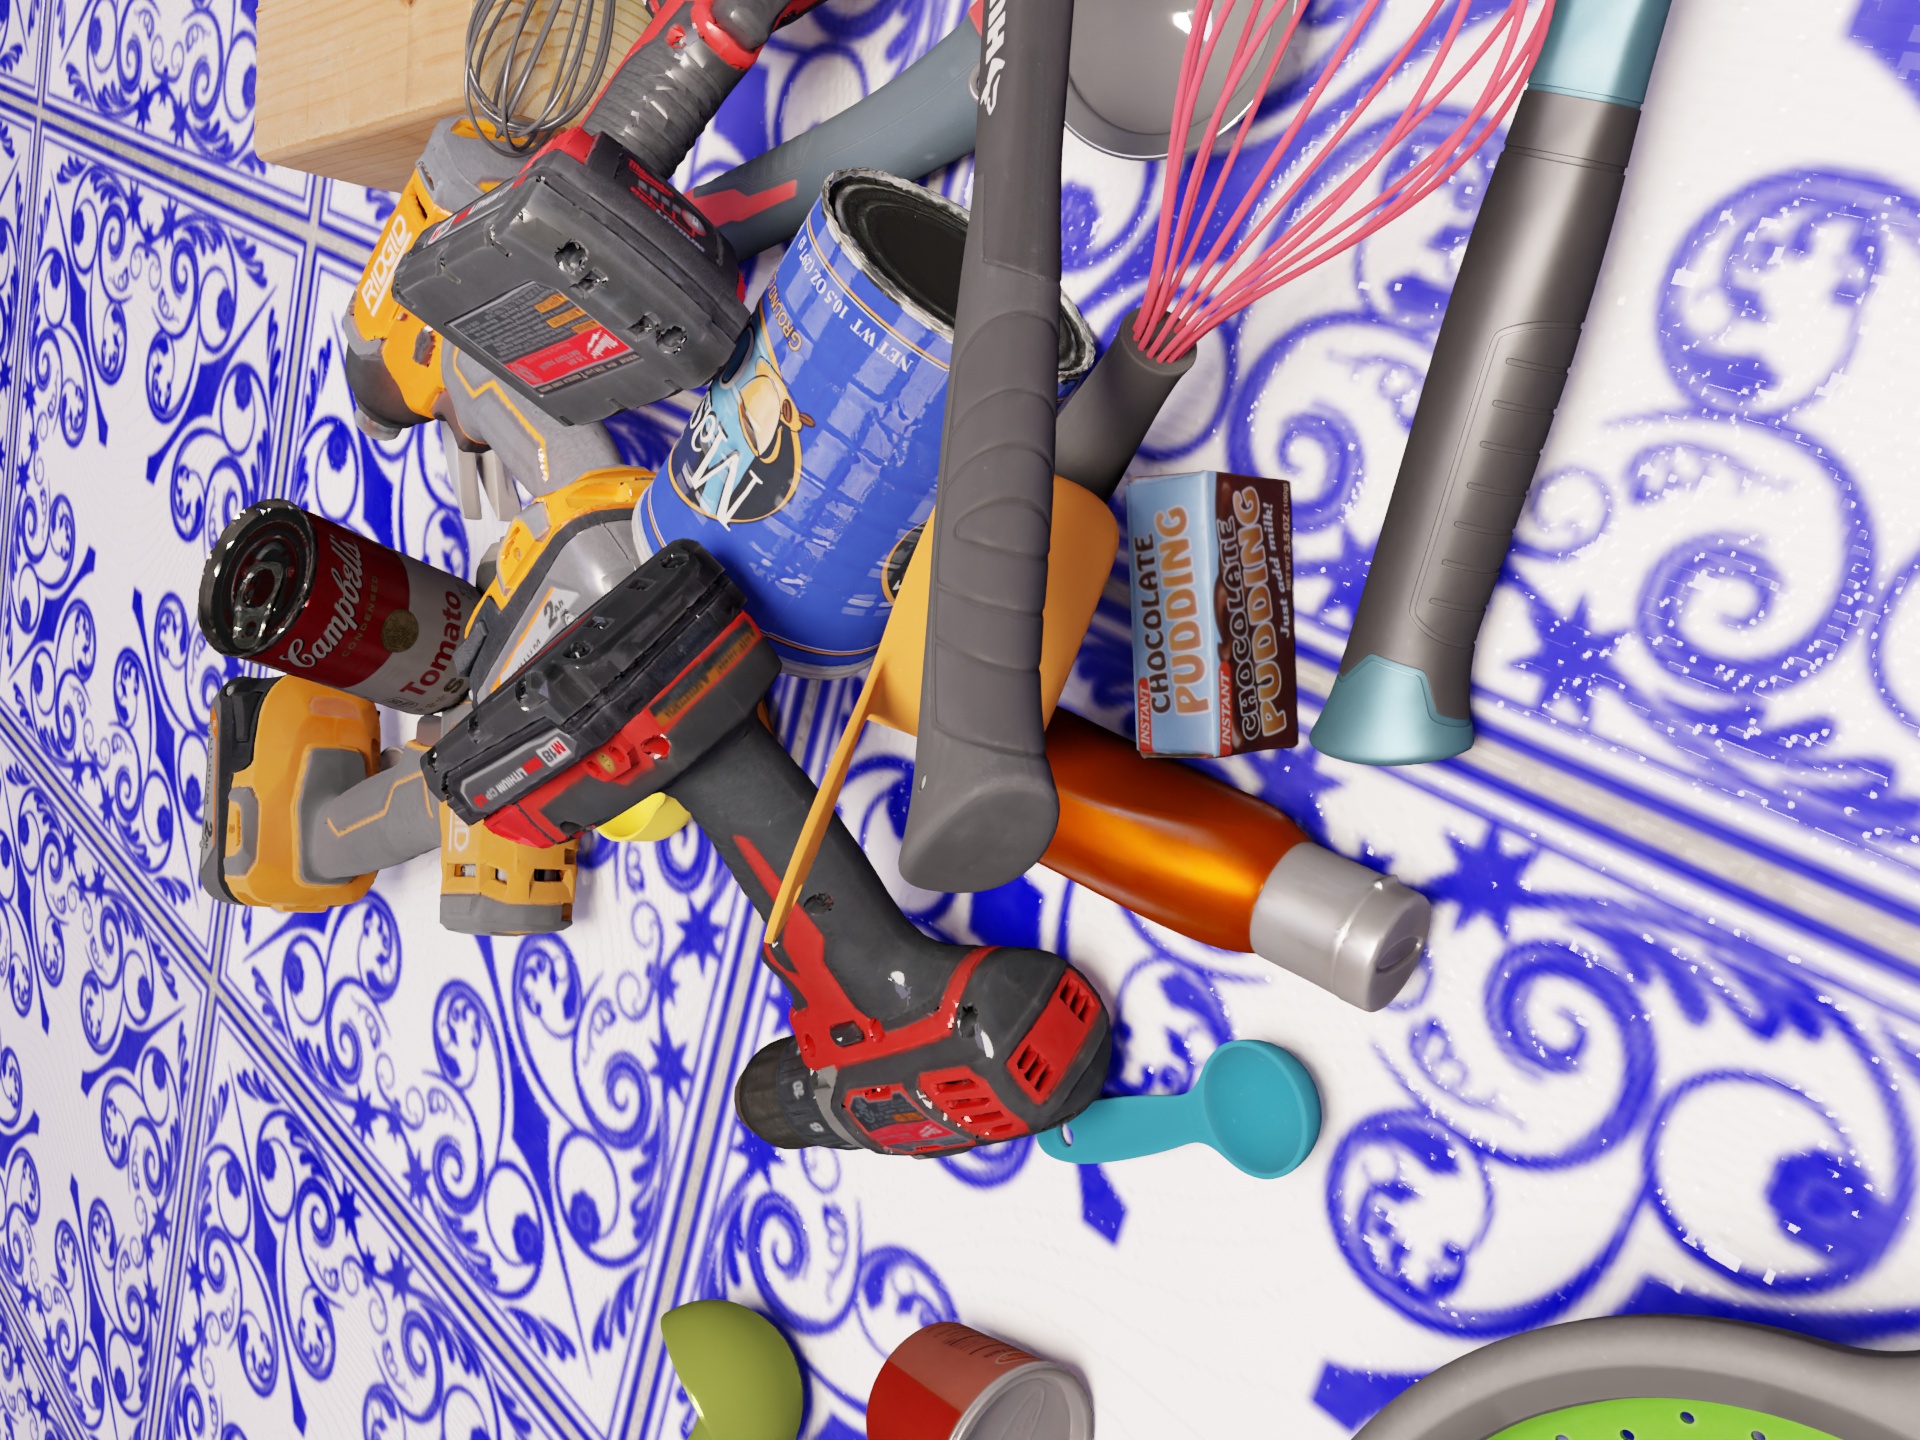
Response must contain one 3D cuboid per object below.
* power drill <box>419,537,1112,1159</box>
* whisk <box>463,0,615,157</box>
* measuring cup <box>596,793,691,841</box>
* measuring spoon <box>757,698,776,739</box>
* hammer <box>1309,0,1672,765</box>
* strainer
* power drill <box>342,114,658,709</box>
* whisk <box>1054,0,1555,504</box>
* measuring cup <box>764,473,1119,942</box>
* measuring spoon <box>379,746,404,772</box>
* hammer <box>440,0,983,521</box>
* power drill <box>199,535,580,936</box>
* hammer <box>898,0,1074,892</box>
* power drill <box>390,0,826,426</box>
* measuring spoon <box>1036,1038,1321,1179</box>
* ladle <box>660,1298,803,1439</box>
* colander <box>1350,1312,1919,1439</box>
[{"bbox_3d":[-0.075,0.067,0.554,0.226,0.080,0.188,49,140,-13],"label":"power drill"},{"bbox_3d":[-0.145,-0.335,0.634,0.055,0.055,0.239,9,78,43],"label":"whisk"},{"bbox_3d":[-0.120,-0.021,0.686,0.062,0.029,0.156,24,96,41],"label":"measuring cup"},{"bbox_3d":[-0.077,0.015,0.654,0.021,0.011,0.117,-39,63,38],"label":"measuring spoon"},{"bbox_3d":[0.149,-0.138,0.389,0.128,0.033,0.331,23,115,27],"label":"hammer"},{"bbox_3d":[0.116,-0.224,0.436,0.258,0.050,0.087,-14,89,37],"label":"strainer"},{"bbox_3d":[-0.188,-0.110,0.660,0.164,0.084,0.227,-43,67,39],"label":"power drill"},{"bbox_3d":[0.062,-0.114,0.426,0.073,0.073,0.295,67,154,17],"label":"whisk"},{"bbox_3d":[-0.001,-0.001,0.438,0.052,0.174,0.095,21,141,2],"label":"measuring cup"},{"bbox_3d":[-0.267,0.048,0.834,0.124,0.018,0.034,26,102,33],"label":"measuring spoon"},{"bbox_3d":[-0.106,-0.183,0.650,0.386,0.038,0.143,-7,89,44],"label":"hammer"},{"bbox_3d":[-0.273,0.010,0.780,0.226,0.084,0.185,-3,82,33],"label":"power drill"},{"bbox_3d":[0.011,-0.124,0.404,0.146,0.035,0.335,-23,60,61],"label":"hammer"},{"bbox_3d":[-0.088,-0.214,0.531,0.143,0.078,0.220,-1,60,50],"label":"power drill"},{"bbox_3d":[0.070,0.129,0.518,0.128,0.021,0.042,-27,75,51],"label":"measuring spoon"},{"bbox_3d":[-0.150,0.362,0.709,0.078,0.062,0.320,53,128,31],"label":"ladle"},{"bbox_3d":[0.219,0.168,0.338,0.205,0.094,0.397,38,99,36],"label":"colander"}]
